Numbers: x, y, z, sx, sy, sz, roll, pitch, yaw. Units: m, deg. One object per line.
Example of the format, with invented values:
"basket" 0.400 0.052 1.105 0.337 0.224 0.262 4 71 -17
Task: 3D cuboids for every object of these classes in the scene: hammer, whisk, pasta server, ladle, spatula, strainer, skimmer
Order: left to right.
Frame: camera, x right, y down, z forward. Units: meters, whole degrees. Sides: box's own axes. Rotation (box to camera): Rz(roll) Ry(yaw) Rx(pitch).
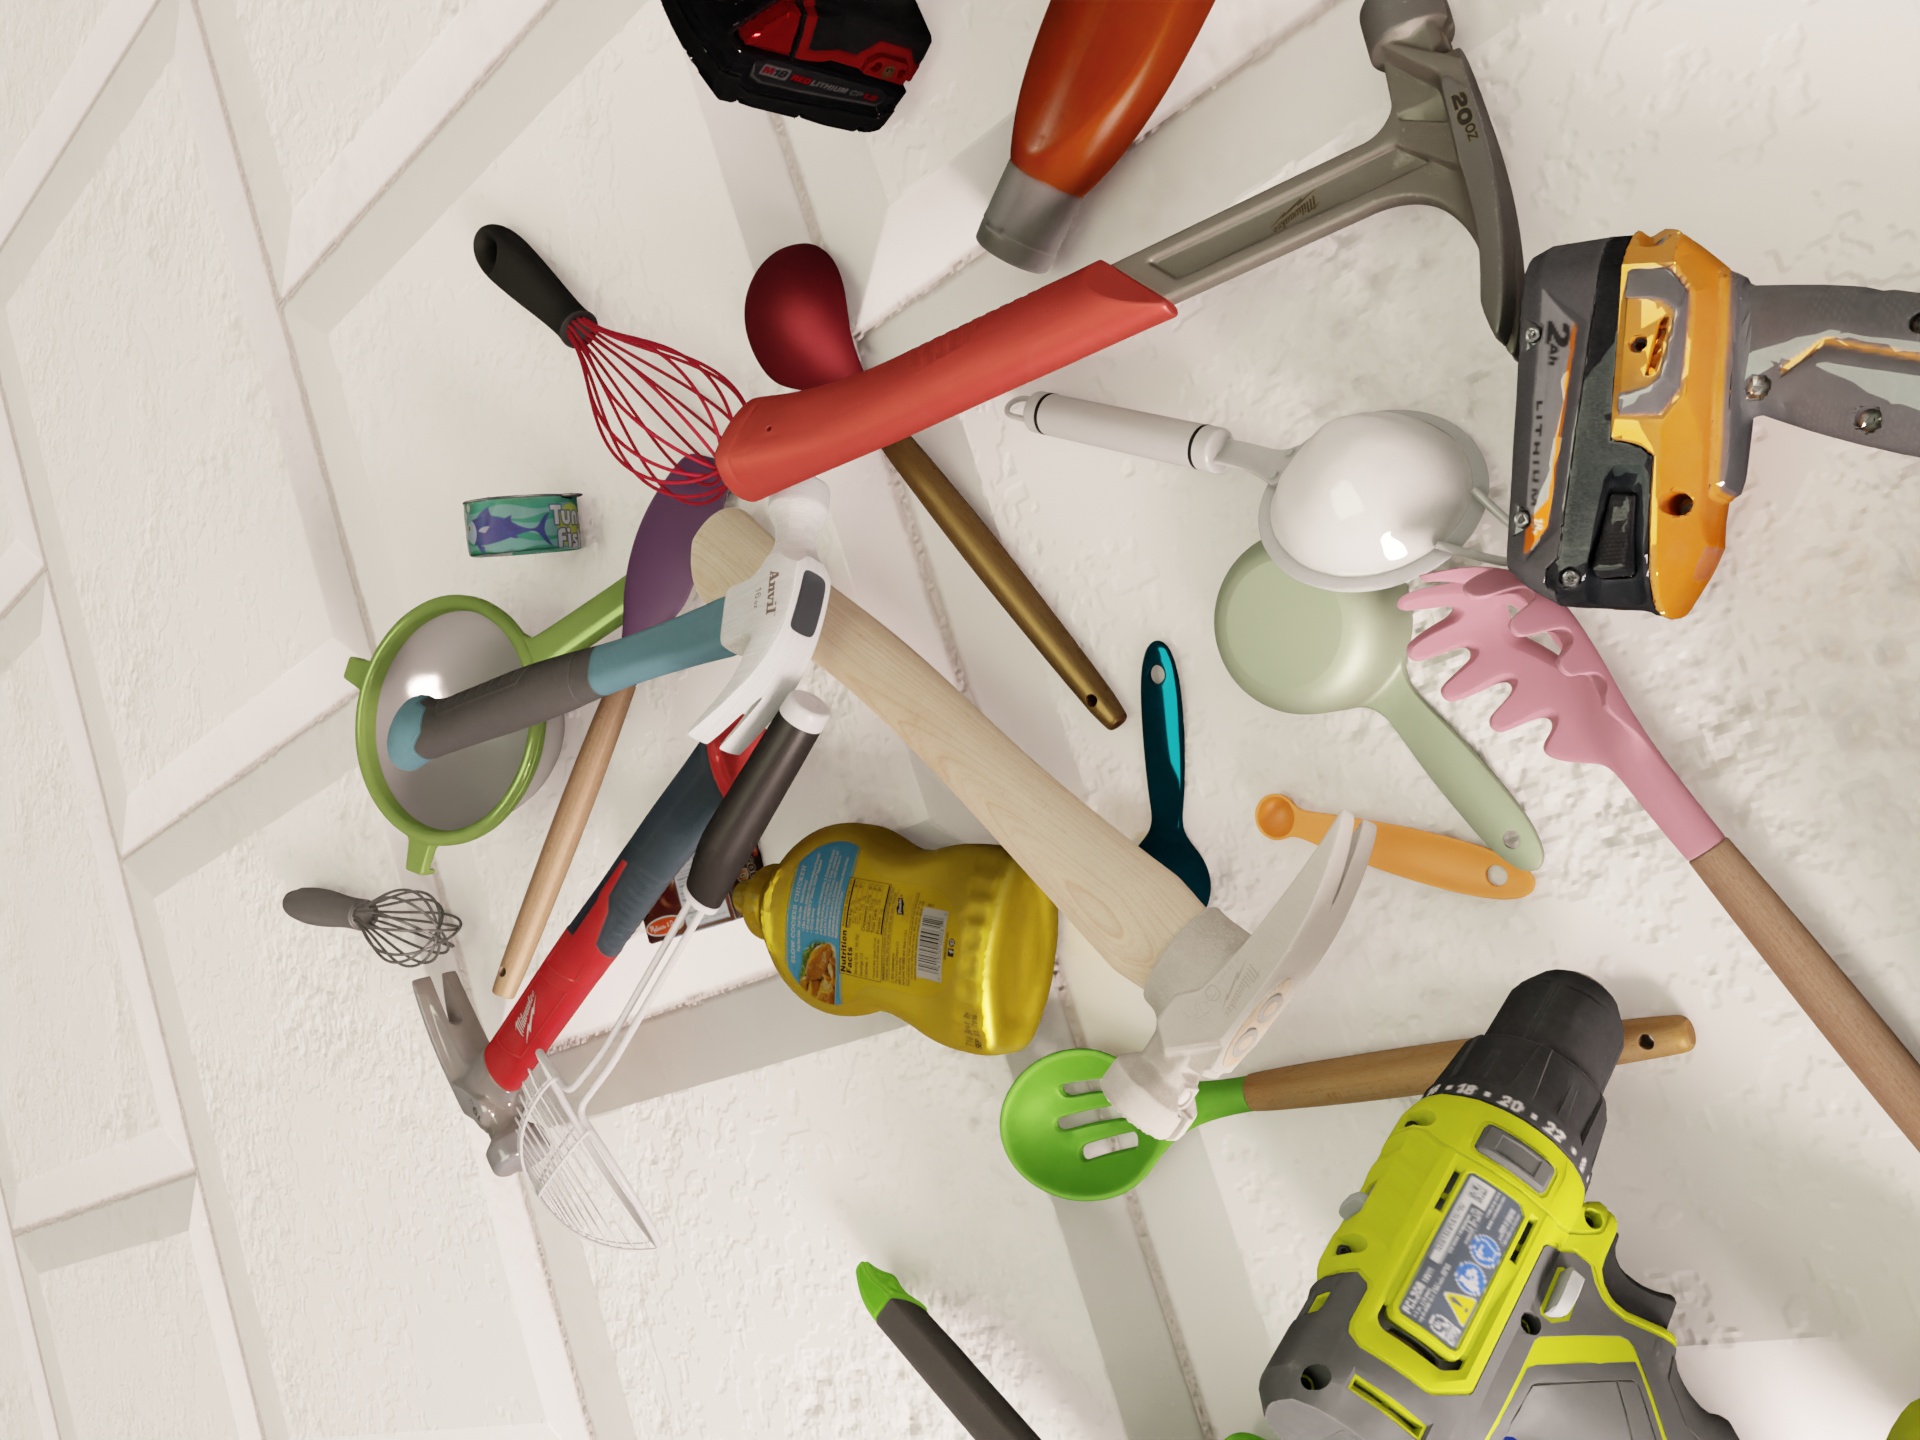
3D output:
"whisk" -0.426 0.140 1.127 0.239 0.055 0.055 1 96 45
"strainer" -0.252 -0.024 0.958 0.256 0.069 0.152 -31 72 20
"hammer" -0.217 0.113 0.915 0.386 0.038 0.143 -50 63 36
"hammer" -0.197 -0.025 0.840 0.331 0.033 0.128 -15 62 36
"whisk" -0.205 -0.209 0.890 0.296 0.073 0.073 45 122 34
"spatula" -0.196 0.002 0.873 0.060 0.018 0.316 19 88 37
"skimmer" -0.139 0.134 0.827 0.127 0.090 0.363 46 116 31
"ladle" -0.019 -0.117 0.764 0.069 0.031 0.316 -49 67 30
"hammer" -0.001 -0.002 0.726 0.411 0.038 0.146 41 101 38
"hammer" 0.043 -0.154 0.652 0.359 0.036 0.149 -18 72 32
"strainer" 0.106 -0.108 0.641 0.259 0.050 0.087 23 71 44
"pasta server" 0.263 0.069 0.532 0.316 0.040 0.060 55 163 14

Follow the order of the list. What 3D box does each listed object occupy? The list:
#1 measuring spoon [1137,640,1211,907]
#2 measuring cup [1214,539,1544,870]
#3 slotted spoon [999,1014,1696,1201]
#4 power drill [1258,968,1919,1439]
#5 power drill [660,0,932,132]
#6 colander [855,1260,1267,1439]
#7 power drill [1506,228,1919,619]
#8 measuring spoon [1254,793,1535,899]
"measuring spoon" 0.085 0.030 0.697 0.042 0.021 0.128 2 98 40
"measuring cup" 0.161 -0.006 0.616 0.168 0.038 0.083 54 125 24
"slotted spoon" 0.144 0.154 0.662 0.314 0.031 0.070 -20 83 38
"power drill" 0.232 0.201 0.503 0.228 0.190 0.080 34 149 14
"power drill" -0.031 -0.362 0.665 0.219 0.143 0.079 -42 67 38
"colander" 0.083 0.329 0.692 0.094 0.204 0.397 -53 39 -6
"power drill" 0.288 -0.066 0.474 0.226 0.084 0.185 5 95 35
"measuring spoon" 0.172 0.050 0.637 0.117 0.011 0.021 15 102 34
